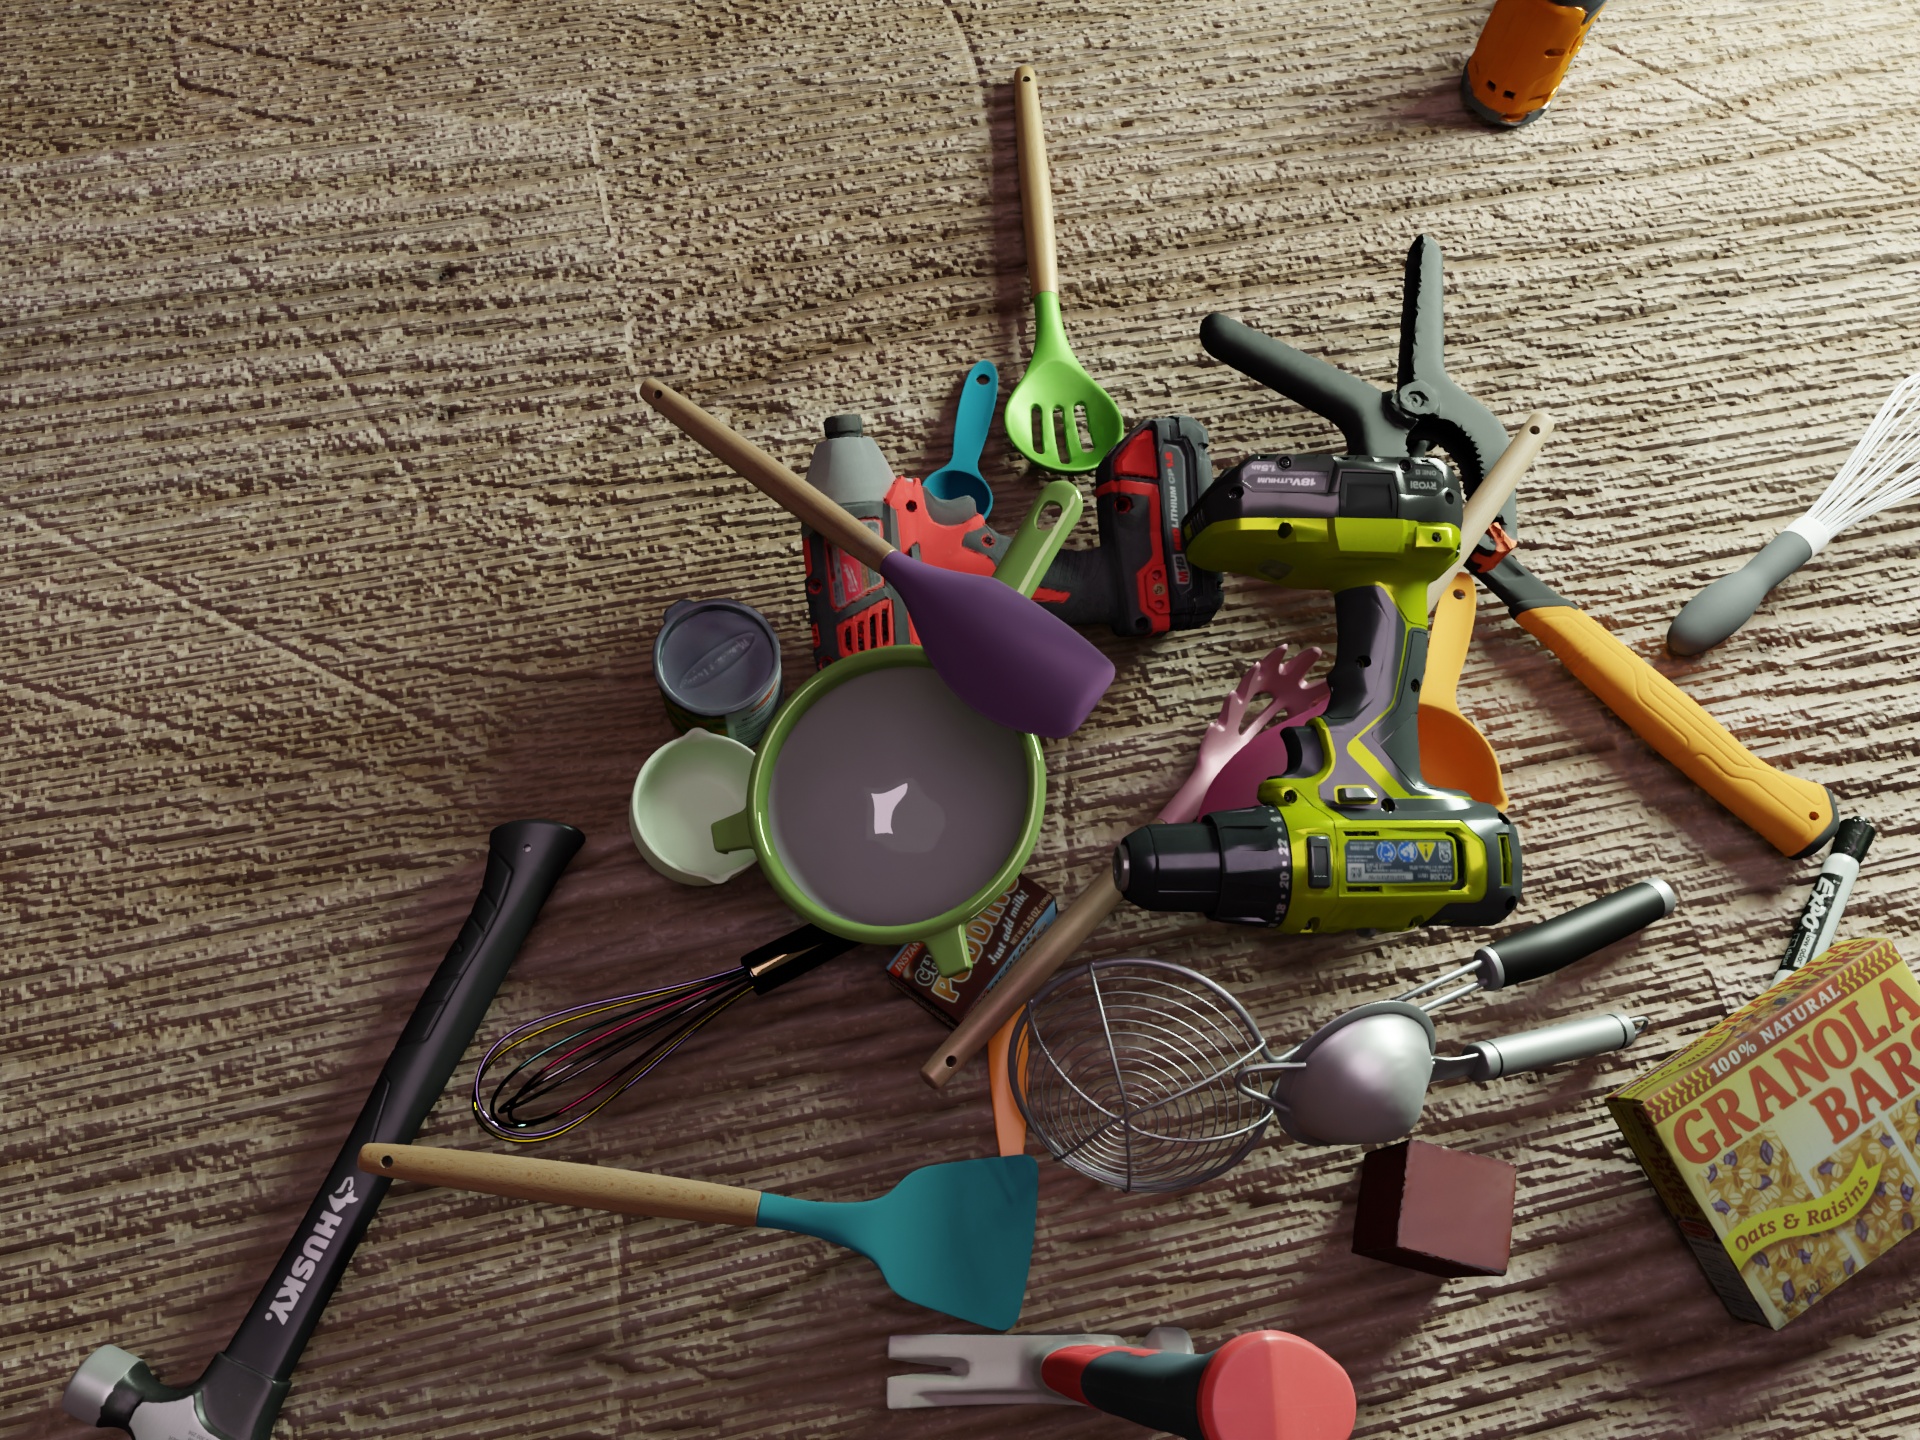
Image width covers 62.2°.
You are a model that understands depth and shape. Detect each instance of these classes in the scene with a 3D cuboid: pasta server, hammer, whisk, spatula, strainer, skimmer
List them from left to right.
[{"bbox_3d":[-0.270,0.197,0.765,0.146,0.035,0.335,22,69,6],"label":"hammer"},{"bbox_3d":[-0.120,0.226,0.746,0.317,0.044,0.082,9,80,-2],"label":"spatula"},{"bbox_3d":[-0.122,0.140,0.787,0.245,0.051,0.047,-25,34,-21],"label":"whisk"},{"bbox_3d":[-0.056,-0.092,0.807,0.316,0.018,0.060,38,91,22],"label":"spatula"},{"bbox_3d":[-0.001,-0.003,0.810,0.151,0.069,0.256,26,79,19],"label":"strainer"},{"bbox_3d":[0.048,0.241,0.579,0.143,0.386,0.038,1,69,-3],"label":"hammer"},{"bbox_3d":[0.092,0.072,0.820,0.060,0.040,0.316,48,66,-2],"label":"pasta server"},{"bbox_3d":[0.202,0.137,0.813,0.363,0.090,0.127,-17,108,-22],"label":"skimmer"},{"bbox_3d":[0.248,0.167,0.770,0.258,0.086,0.050,-4,31,-29],"label":"strainer"},{"bbox_3d":[0.344,-0.041,0.899,0.337,0.034,0.127,43,71,12],"label":"hammer"},{"bbox_3d":[0.518,-0.124,0.935,0.284,0.070,0.070,-38,76,-11],"label":"whisk"}]

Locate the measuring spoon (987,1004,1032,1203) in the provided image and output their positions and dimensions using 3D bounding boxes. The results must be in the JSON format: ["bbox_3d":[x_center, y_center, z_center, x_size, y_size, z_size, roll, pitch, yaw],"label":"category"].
[{"bbox_3d":[0.025,0.182,0.802,0.021,0.011,0.117,0,68,-4],"label":"measuring spoon"}]

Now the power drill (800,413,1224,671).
[{"bbox_3d":[0.023,-0.102,0.862,0.219,0.078,0.143,-7,92,-4],"label":"power drill"}]

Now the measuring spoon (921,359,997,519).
[{"bbox_3d":[0.004,-0.159,0.936,0.042,0.021,0.129,12,59,-1],"label":"measuring spoon"}]

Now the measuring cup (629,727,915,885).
[{"bbox_3d":[-0.093,0.045,0.841,0.167,0.038,0.083,-4,72,-24],"label":"measuring cup"}]

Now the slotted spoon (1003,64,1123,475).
[{"bbox_3d":[0.052,-0.280,0.978,0.070,0.031,0.314,-2,67,-5],"label":"slotted spoon"}]

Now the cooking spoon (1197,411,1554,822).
[{"bbox_3d":[0.227,-0.043,0.840,0.069,0.017,0.319,33,76,17],"label":"cooking spoon"}]

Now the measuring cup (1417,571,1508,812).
[{"bbox_3d":[0.251,0.002,0.865,0.095,0.052,0.174,17,67,7],"label":"measuring cup"}]

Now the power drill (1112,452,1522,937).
[{"bbox_3d":[0.168,-0.009,0.778,0.190,0.080,0.228,1,81,-7],"label":"power drill"}]

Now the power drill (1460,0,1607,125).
[{"bbox_3d":[0.415,-0.511,1.019,0.084,0.164,0.226,33,68,9],"label":"power drill"}]
